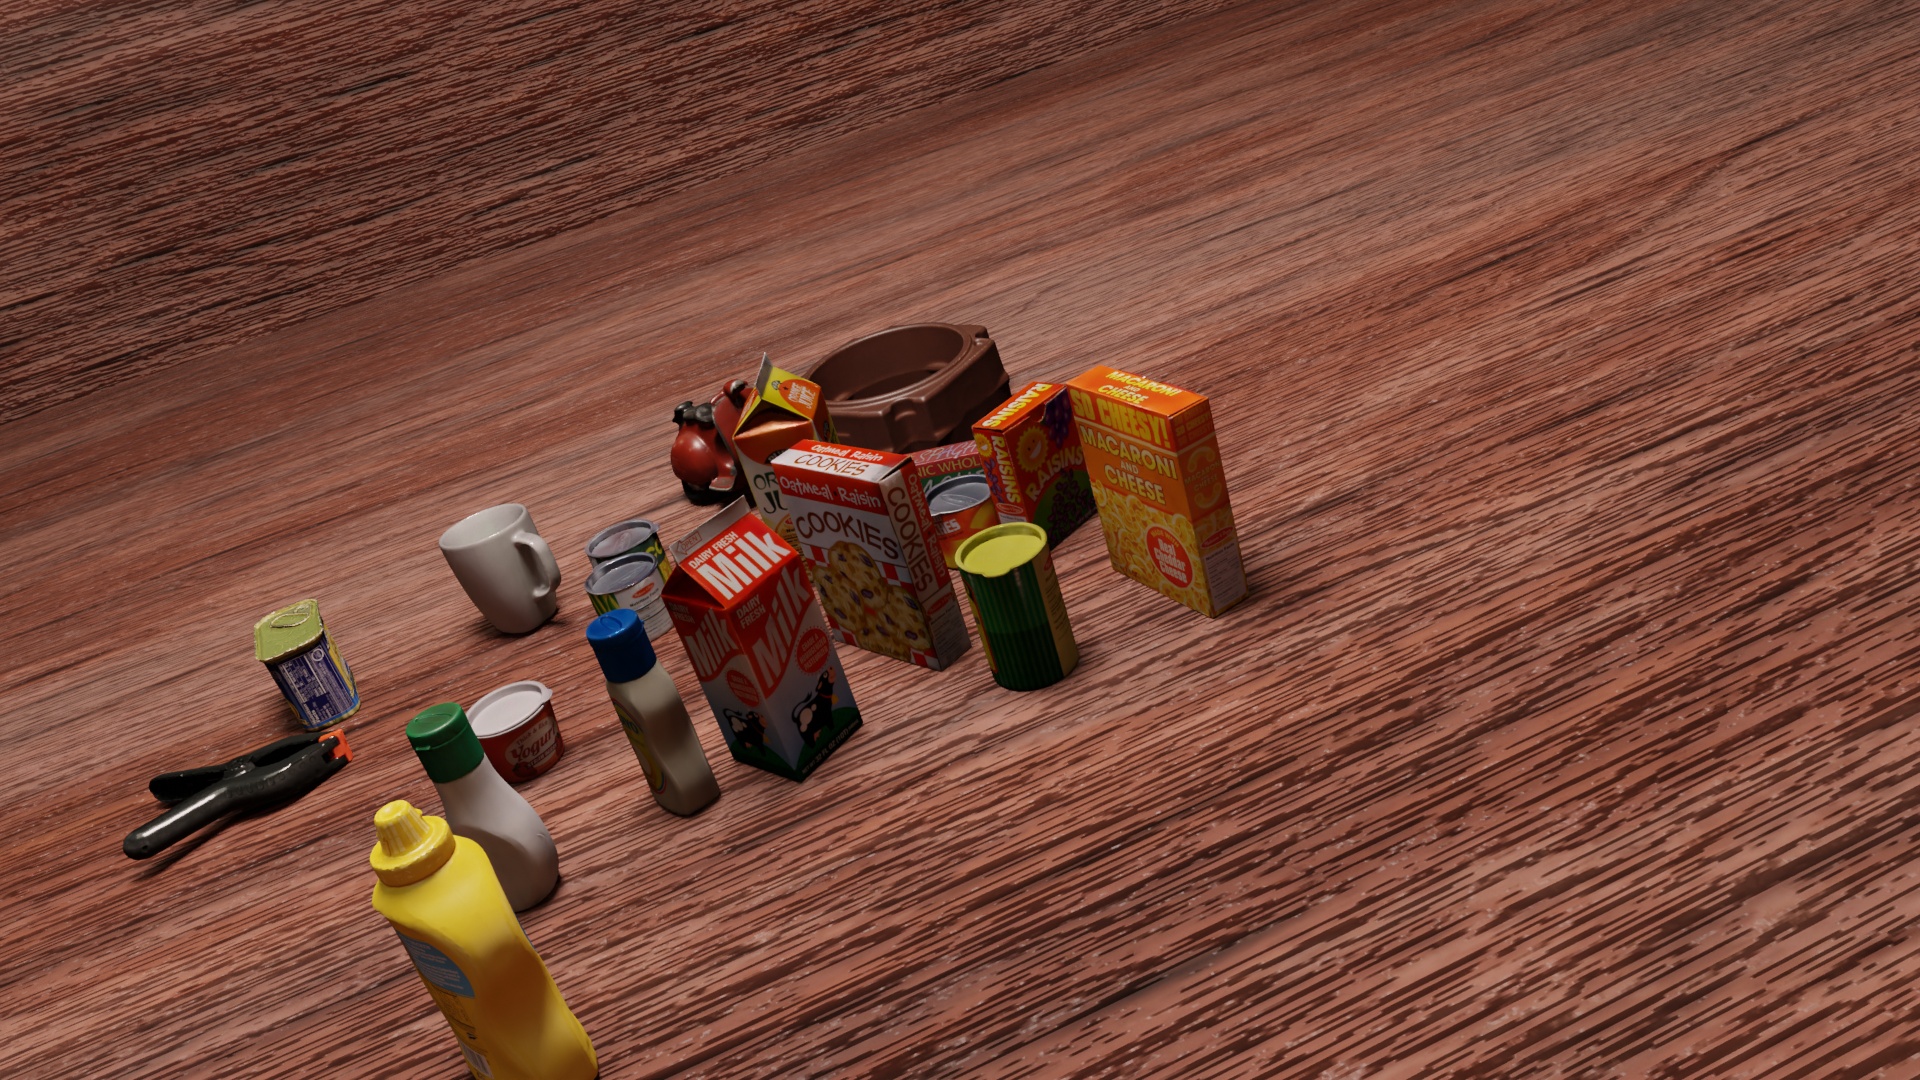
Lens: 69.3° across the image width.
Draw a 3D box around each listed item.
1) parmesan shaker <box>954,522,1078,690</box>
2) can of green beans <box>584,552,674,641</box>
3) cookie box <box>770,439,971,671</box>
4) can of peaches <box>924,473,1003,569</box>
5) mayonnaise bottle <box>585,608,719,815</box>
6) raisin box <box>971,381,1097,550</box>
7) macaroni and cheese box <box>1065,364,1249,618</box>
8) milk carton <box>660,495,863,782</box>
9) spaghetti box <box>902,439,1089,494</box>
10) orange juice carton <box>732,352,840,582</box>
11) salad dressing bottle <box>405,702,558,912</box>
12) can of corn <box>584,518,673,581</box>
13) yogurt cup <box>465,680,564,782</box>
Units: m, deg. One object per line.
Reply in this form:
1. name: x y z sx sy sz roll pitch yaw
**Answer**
1. parmesan shaker: 0.041 0.049 0.988 0.071 0.102 0.071 -13 27 7
2. can of green beans: -0.286 0.052 1.213 0.071 0.057 0.071 -13 27 7
3. cookie box: -0.067 0.009 1.052 0.123 0.166 0.040 12 39 43
4. can of peaches: 0.004 -0.015 1.175 0.071 0.057 0.071 -13 27 7
5. mayonnaise bottle: -0.214 0.117 0.955 0.041 0.147 0.065 -33 31 -28
6. raisin box: 0.063 -0.058 1.153 0.040 0.123 0.086 12 39 43
7. macaroni and cheese box: 0.145 -0.039 1.024 0.040 0.165 0.124 -29 29 -22
8. milk carton: -0.142 0.067 0.962 0.073 0.189 0.073 8 36 40
9. spaghetti box: 0.039 -0.069 1.265 0.250 0.050 0.029 -11 28 11
10. orange juice carton: -0.142 -0.063 1.200 0.073 0.191 0.072 -13 27 8
11. salad dressing bottle: -0.312 0.174 0.904 0.064 0.147 0.044 -7 29 19
12. can of corn: -0.301 0.021 1.278 0.071 0.058 0.071 -13 27 7
13. yogurt cup: -0.341 0.149 1.068 0.072 0.053 0.073 -13 27 7
